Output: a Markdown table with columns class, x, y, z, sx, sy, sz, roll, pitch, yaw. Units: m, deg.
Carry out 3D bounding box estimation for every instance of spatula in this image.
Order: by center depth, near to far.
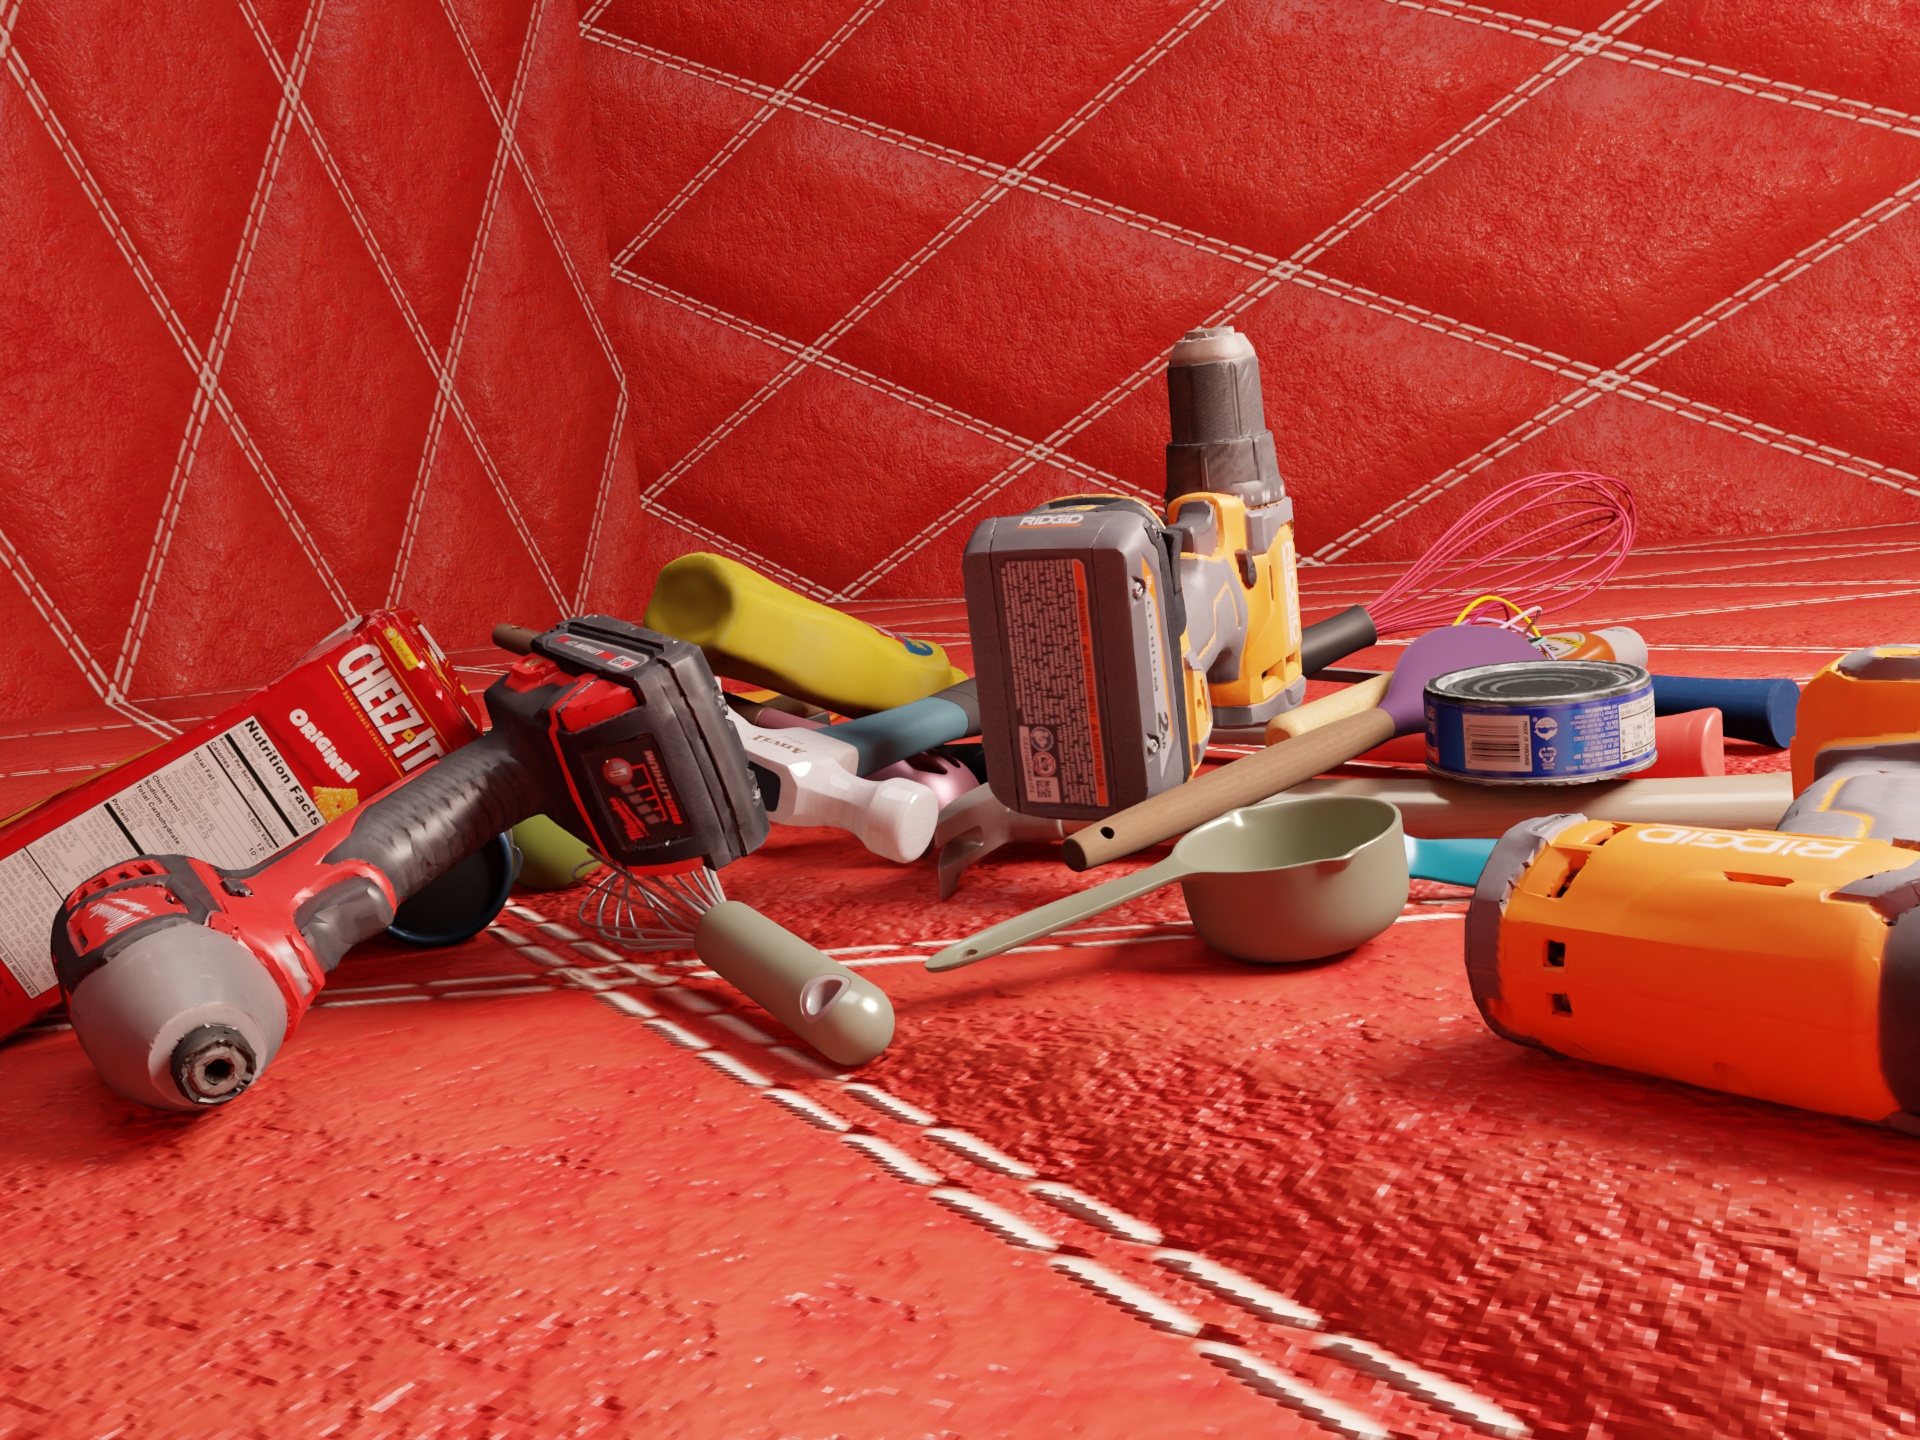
| class | x | y | z | sx | sy | sz | roll | pitch | yaw |
| --- | --- | --- | --- | --- | --- | --- | --- | --- | --- |
| spatula | 0.153 | 0.006 | 0.642 | 0.316 | 0.018 | 0.060 | -19 | 56 | -39 |

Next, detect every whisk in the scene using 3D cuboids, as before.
| class | x | y | z | sx | sy | sz | roll | pitch | yaw |
| --- | --- | --- | --- | --- | --- | --- | --- | --- | --- |
| whisk | -0.085 | 0.074 | 0.560 | 0.058 | 0.059 | 0.246 | -47 | 26 | -15 |
| whisk | 0.212 | -0.020 | 0.740 | 0.051 | 0.047 | 0.245 | 3 | 15 | 44 |
| whisk | 0.229 | -0.059 | 0.838 | 0.296 | 0.073 | 0.073 | -24 | 10 | -9 |

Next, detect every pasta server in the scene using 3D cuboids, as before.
| class | x | y | z | sx | sy | sz | roll | pitch | yaw |
| --- | --- | --- | --- | --- | --- | --- | --- | --- | --- |
| pasta server | -0.120 | 0.001 | 0.798 | 0.316 | 0.040 | 0.060 | 17 | 19 | 28 |

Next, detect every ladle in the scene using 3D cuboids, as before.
| class | x | y | z | sx | sy | sz | roll | pitch | yaw |
| --- | --- | --- | --- | --- | --- | --- | --- | --- | --- |
| ladle | -0.124 | 0.016 | 0.869 | 0.078 | 0.062 | 0.320 | 4 | 15 | 33 |

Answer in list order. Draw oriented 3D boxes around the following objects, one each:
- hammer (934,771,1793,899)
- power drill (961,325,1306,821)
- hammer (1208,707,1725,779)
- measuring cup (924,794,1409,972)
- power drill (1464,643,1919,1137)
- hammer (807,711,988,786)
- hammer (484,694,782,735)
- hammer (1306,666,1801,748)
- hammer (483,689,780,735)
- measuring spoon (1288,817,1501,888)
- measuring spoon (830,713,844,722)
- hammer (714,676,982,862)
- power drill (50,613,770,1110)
| class | x | y | z | sx | sy | sz | roll | pitch | yaw |
| --- | --- | --- | --- | --- | --- | --- | --- | --- | --- |
| hammer | 0.190 | 0.039 | 0.624 | 0.411 | 0.038 | 0.146 | -2 | 10 | 27 |
| power drill | 0.087 | -0.069 | 0.680 | 0.084 | 0.185 | 0.226 | 1 | 16 | 30 |
| hammer | 0.208 | 0.010 | 0.821 | 0.149 | 0.036 | 0.359 | -12 | 9 | -39 |
| measuring cup | 0.071 | 0.067 | 0.525 | 0.167 | 0.038 | 0.083 | -18 | 11 | -12 |
| power drill | 0.262 | 0.039 | 0.410 | 0.226 | 0.084 | 0.164 | -17 | 13 | -37 |
| hammer | -0.022 | 0.024 | 0.909 | 0.335 | 0.035 | 0.146 | 0 | 10 | 38 |
| hammer | -0.228 | 0.022 | 1.020 | 0.143 | 0.038 | 0.386 | -23 | -5 | 30 |
| hammer | 0.256 | -0.023 | 0.908 | 0.406 | 0.035 | 0.144 | 8 | -13 | 47 |
| hammer | -0.244 | 0.001 | 1.091 | 0.336 | 0.034 | 0.127 | -8 | -34 | -49 |
| measuring spoon | 0.179 | 0.046 | 0.565 | 0.128 | 0.042 | 0.021 | 3 | -29 | 19 |
| measuring spoon | -0.122 | 0.009 | 1.076 | 0.117 | 0.011 | 0.021 | -21 | -9 | 6 |
| hammer | -0.001 | -0.002 | 0.737 | 0.128 | 0.033 | 0.331 | 17 | 17 | 24 |
| power drill | -0.184 | 0.049 | 0.532 | 0.219 | 0.078 | 0.143 | -30 | 25 | -26 |
